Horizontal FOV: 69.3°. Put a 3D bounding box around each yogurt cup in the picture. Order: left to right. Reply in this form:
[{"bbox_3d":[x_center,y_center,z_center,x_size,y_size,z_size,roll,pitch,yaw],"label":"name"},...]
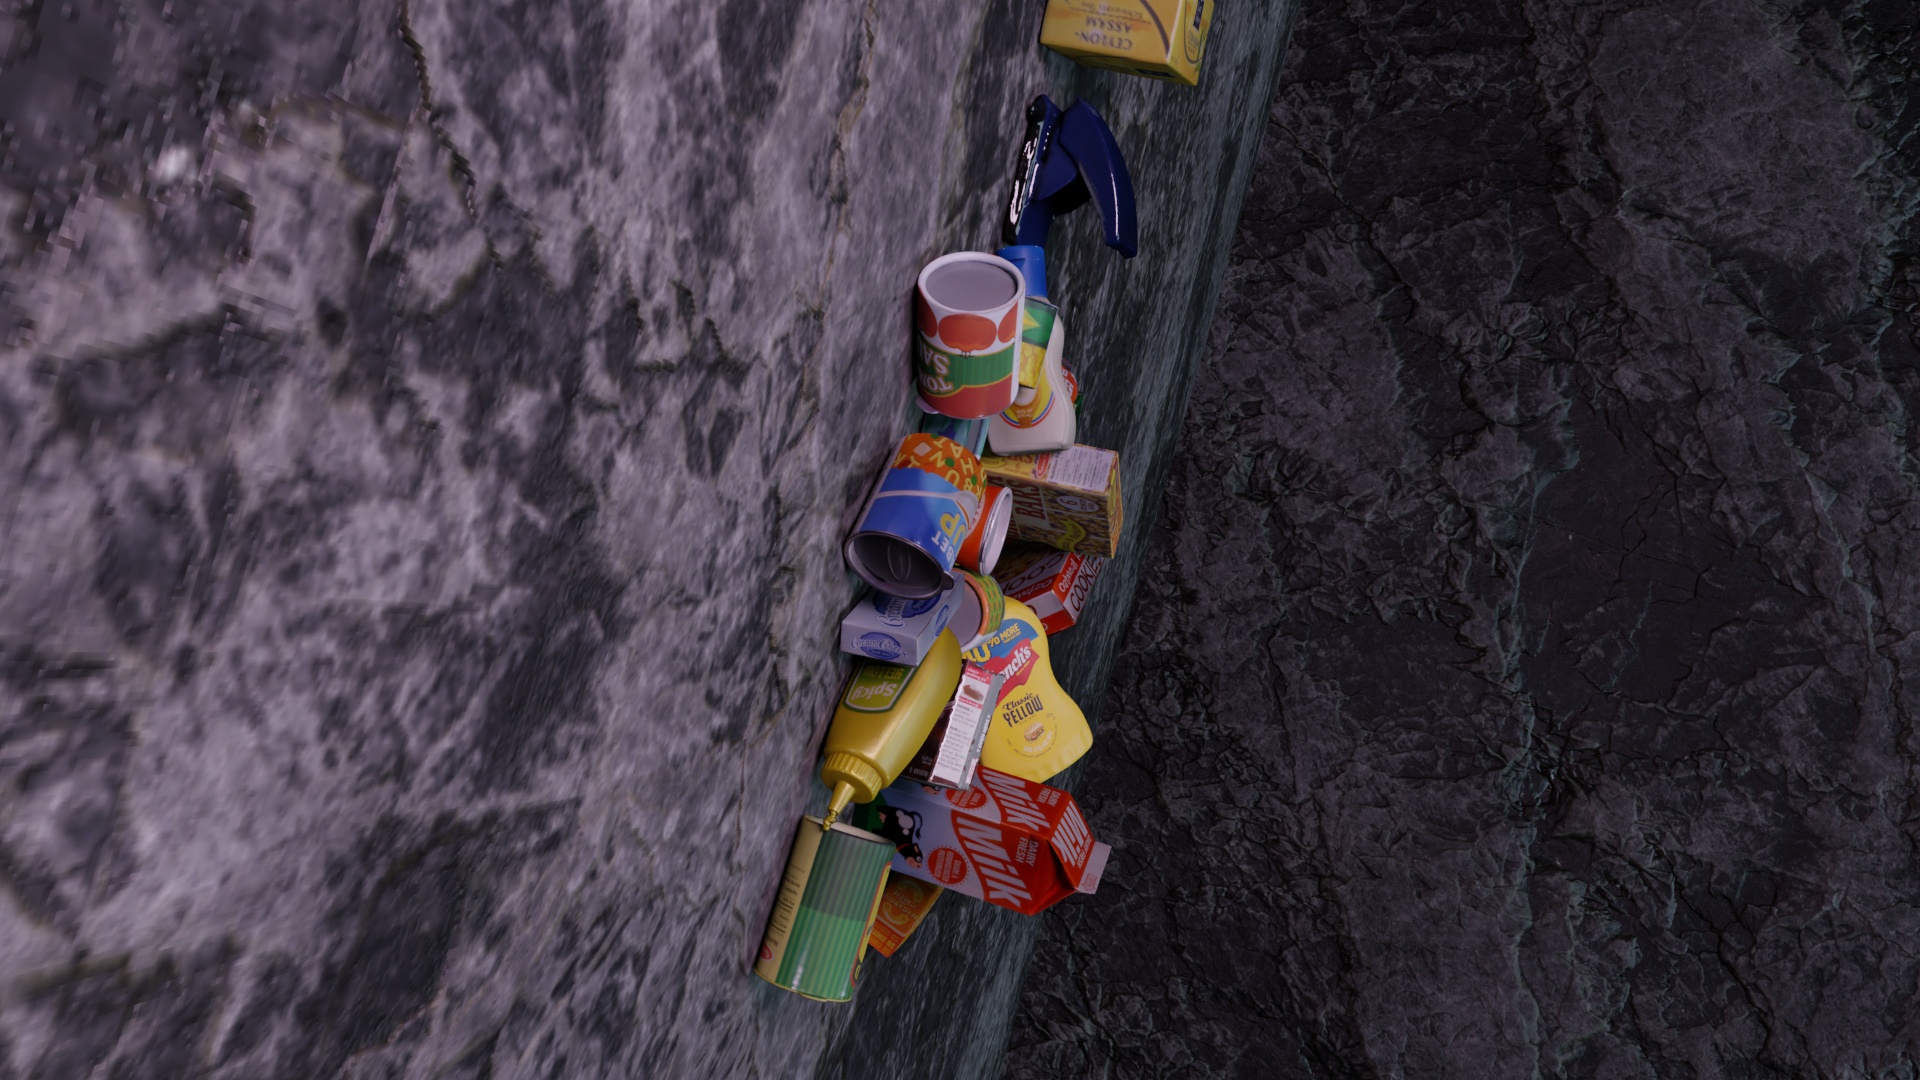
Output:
[{"bbox_3d":[0.004,-0.013,1.031,0.072,0.054,0.072,14,92,-78],"label":"yogurt cup"}]

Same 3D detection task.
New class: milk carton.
[{"bbox_3d":[0.018,0.223,1.064,0.072,0.191,0.073,-48,151,-65],"label":"milk carton"}]

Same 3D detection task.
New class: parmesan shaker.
[{"bbox_3d":[-0.086,0.238,0.903,0.071,0.071,0.103,48,58,-76],"label":"parmesan shaker"}]

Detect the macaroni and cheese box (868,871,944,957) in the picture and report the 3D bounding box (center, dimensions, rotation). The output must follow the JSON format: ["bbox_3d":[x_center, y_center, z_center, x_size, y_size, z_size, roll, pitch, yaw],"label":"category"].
[{"bbox_3d":[-0.014,0.264,1.195,0.165,0.040,0.124,-58,171,23],"label":"macaroni and cheese box"}]

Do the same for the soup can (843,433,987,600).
[{"bbox_3d":[-0.024,-0.014,0.862,0.071,0.071,0.084,89,20,-53],"label":"soup can"}]

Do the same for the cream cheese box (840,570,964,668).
[{"bbox_3d":[-0.037,0.047,0.923,0.104,0.053,0.024,-52,150,-62],"label":"cream cheese box"}]

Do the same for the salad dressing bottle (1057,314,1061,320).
[{"bbox_3d":[0.063,-0.130,1.178,0.146,0.044,0.064,90,15,-50],"label":"salad dressing bottle"}]

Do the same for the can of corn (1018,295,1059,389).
[{"bbox_3d":[0.026,-0.140,0.953,0.071,0.071,0.058,-6,111,-77],"label":"can of corn"}]

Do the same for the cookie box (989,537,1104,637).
[{"bbox_3d":[0.064,0.036,1.224,0.040,0.122,0.168,54,33,-15],"label":"cookie box"}]

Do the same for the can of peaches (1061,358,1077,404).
[{"bbox_3d":[0.055,-0.109,1.110,0.071,0.071,0.058,90,21,-53],"label":"can of peaches"}]

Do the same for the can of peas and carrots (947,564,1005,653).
[{"bbox_3d":[-0.005,0.050,1.049,0.059,0.071,0.071,-4,109,-77],"label":"can of peas and carrots"}]

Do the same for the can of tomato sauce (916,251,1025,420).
[{"bbox_3d":[0.004,-0.127,0.866,0.082,0.071,0.071,92,18,-46],"label":"can of tomato sauce"}]

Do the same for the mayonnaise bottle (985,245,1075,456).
[{"bbox_3d":[0.047,-0.137,1.006,0.041,0.065,0.148,1,84,-73],"label":"mayonnaise bottle"}]

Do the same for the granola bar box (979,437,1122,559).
[{"bbox_3d":[0.063,-0.037,1.102,0.165,0.124,0.039,66,38,-71],"label":"granola bar box"}]

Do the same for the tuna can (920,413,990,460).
[{"bbox_3d":[-0.003,-0.078,0.969,0.071,0.033,0.071,14,92,-78],"label":"tuna can"}]

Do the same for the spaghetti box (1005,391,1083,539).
[{"bbox_3d":[0.072,-0.032,1.327,0.029,0.050,0.248,-54,156,-55],"label":"spaghetti box"}]

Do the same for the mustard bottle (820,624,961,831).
[{"bbox_3d":[-0.053,0.122,0.919,0.161,0.065,0.048,-63,141,-36],"label":"mustard bottle"}]
